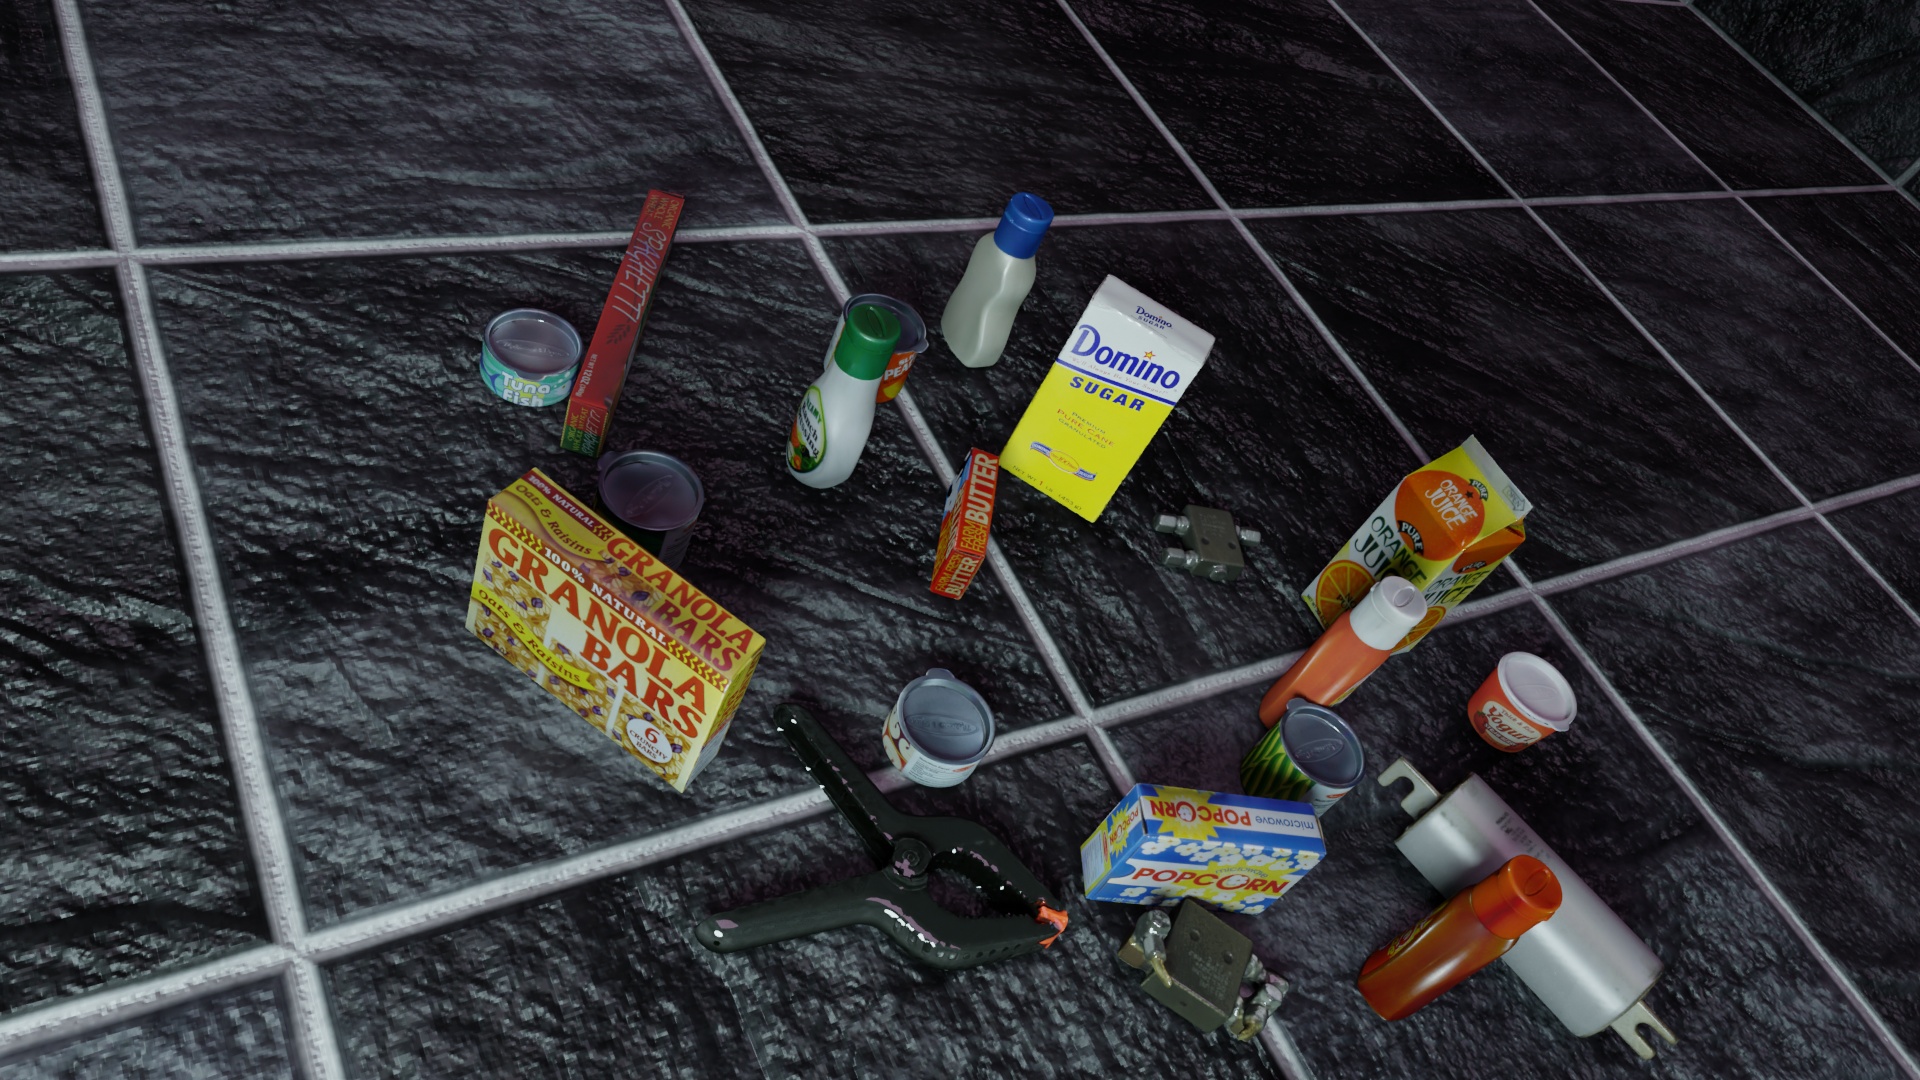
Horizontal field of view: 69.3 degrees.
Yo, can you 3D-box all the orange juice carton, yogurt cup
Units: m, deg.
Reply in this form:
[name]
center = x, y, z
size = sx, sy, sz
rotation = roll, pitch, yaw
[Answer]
[orange juice carton]
center = 0.348, 0.009, 1.044
size = 0.073, 0.191, 0.072
rotation = -8, 56, -31
[yogurt cup]
center = 0.433, 0.128, 1.079
size = 0.072, 0.053, 0.073
rotation = 14, 47, -15

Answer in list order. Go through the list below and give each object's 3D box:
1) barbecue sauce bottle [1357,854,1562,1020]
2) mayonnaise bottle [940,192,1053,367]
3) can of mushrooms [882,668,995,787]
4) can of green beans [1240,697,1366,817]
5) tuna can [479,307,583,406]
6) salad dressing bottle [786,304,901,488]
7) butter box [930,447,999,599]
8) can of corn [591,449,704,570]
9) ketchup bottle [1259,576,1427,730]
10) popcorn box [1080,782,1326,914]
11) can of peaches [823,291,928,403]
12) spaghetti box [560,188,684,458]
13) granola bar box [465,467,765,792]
[barbecue sauce bottle]
center = 0.306, 0.242, 0.851
size = 0.065, 0.147, 0.044
rotation = -23, 64, -38
[mayonnaise bottle]
center = 0.030, -0.209, 1.110
size = 0.041, 0.147, 0.065
rotation = -8, 56, -31
[can of mushrooms]
center = -0.014, 0.119, 0.882
size = 0.071, 0.033, 0.071
rotation = 14, 47, -15
[can of green beans]
center = 0.235, 0.155, 0.955
size = 0.071, 0.057, 0.071
rotation = 14, 47, -15
[tuna can]
center = -0.296, -0.124, 0.957
size = 0.071, 0.032, 0.071
rotation = 14, 47, -15
[salad dressing bottle]
center = -0.081, -0.099, 0.959
size = 0.044, 0.146, 0.064
rotation = -3, 53, -28
[butter box]
center = 0.004, -0.012, 0.992
size = 0.024, 0.052, 0.104
rotation = 19, 46, -10
[can of corn]
center = -0.205, -0.017, 0.889
size = 0.071, 0.058, 0.071
rotation = 14, 47, -15
[ketchup bottle]
center = 0.268, 0.082, 0.972
size = 0.043, 0.148, 0.065
rotation = 44, 47, 14
[popcorn box]
center = 0.149, 0.193, 0.861
size = 0.127, 0.084, 0.038
rotation = 10, 48, -18
[can of peaches]
center = -0.065, -0.147, 1.072
size = 0.071, 0.057, 0.071
rotation = 14, 47, -15
[spaghetti box]
center = -0.242, -0.165, 1.006
size = 0.029, 0.050, 0.251
rotation = 17, 46, -13
[granola bar box]
center = -0.198, 0.052, 0.786
size = 0.165, 0.123, 0.039
rotation = 36, 45, 6
